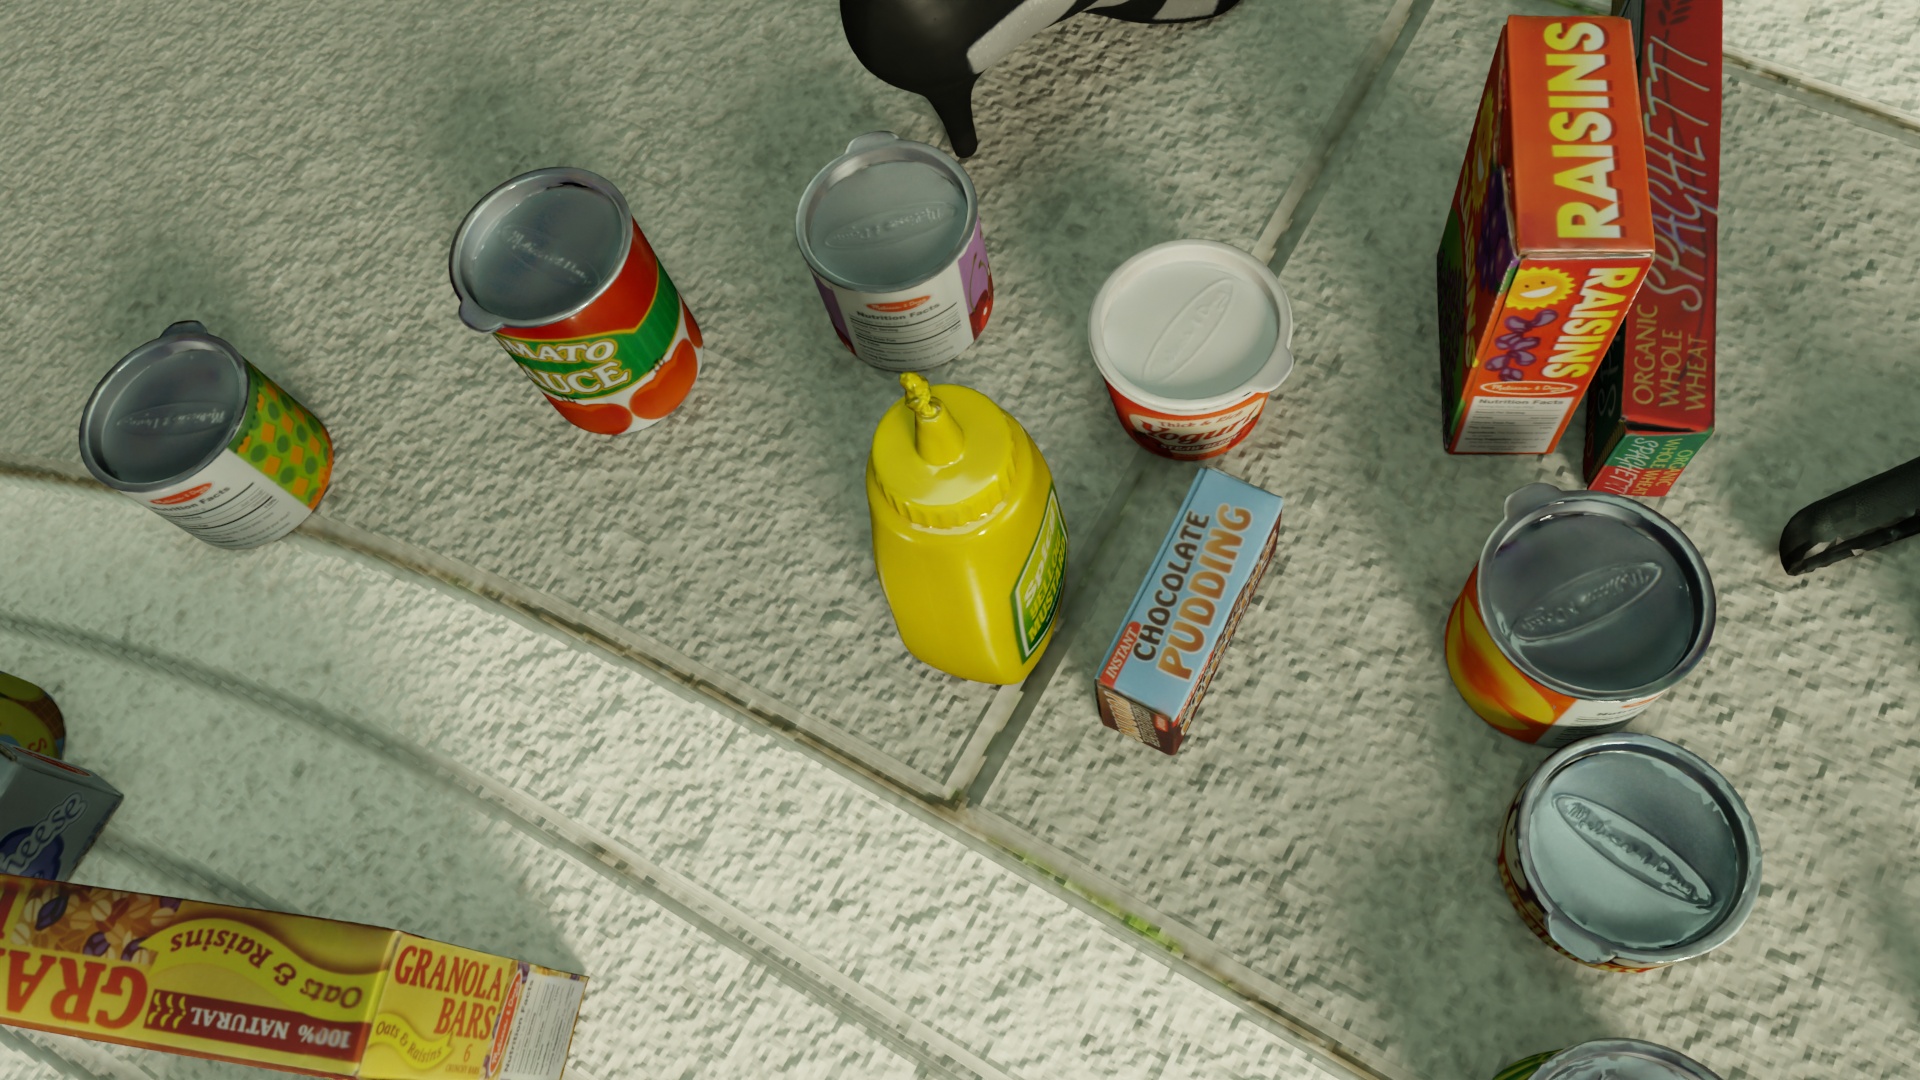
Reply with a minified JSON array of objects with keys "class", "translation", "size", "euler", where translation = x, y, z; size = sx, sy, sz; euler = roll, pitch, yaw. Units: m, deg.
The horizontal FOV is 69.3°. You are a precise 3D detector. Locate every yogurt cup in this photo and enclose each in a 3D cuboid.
[{"class":"yogurt cup","translation":[0.080,-0.063,0.488],"size":[0.072,0.053,0.072],"euler":[-3,66,8]}]

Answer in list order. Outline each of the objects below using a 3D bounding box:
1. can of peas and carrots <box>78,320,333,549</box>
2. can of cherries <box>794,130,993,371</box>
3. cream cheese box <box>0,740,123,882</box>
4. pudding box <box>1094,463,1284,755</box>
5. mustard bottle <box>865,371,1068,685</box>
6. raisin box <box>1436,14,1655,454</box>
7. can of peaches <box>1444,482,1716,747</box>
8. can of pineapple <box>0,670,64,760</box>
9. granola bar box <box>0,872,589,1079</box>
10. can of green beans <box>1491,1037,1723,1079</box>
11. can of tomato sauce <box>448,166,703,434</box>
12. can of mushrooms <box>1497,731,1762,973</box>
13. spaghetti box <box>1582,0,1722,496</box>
[{"class":"can of peas and carrots","translation":[-0.286,-0.039,0.531],"size":[0.071,0.058,0.071],"euler":[-3,66,8]},{"class":"can of cherries","translation":[-0.023,-0.108,0.521],"size":[0.071,0.058,0.072],"euler":[-3,66,8]},{"class":"cream cheese box","translation":[-0.341,0.122,0.473],"size":[0.024,0.053,0.104],"euler":[23,72,17]},{"class":"pudding box","translation":[0.075,0.023,0.453],"size":[0.030,0.049,0.084],"euler":[24,72,18]},{"class":"mustard bottle","translation":[0.001,-0.005,0.416],"size":[0.049,0.159,0.065],"euler":[14,70,15]},{"class":"raisin box","translation":[0.182,-0.092,0.446],"size":[0.040,0.123,0.086],"euler":[3,68,10]},{"class":"can of peaches","translation":[0.188,0.024,0.431],"size":[0.071,0.058,0.071],"euler":[-3,66,8]},{"class":"can of pineapple","translation":[-0.369,0.073,0.496],"size":[0.071,0.057,0.071],"euler":[-3,66,8]},{"class":"granola bar box","translation":[-0.214,0.131,0.410],"size":[0.165,0.123,0.039],"euler":[4,68,11]},{"class":"can of green beans","translation":[0.173,0.169,0.369],"size":[0.071,0.057,0.071],"euler":[-3,66,8]},{"class":"can of tomato sauce","translation":[-0.140,-0.085,0.515],"size":[0.071,0.083,0.071],"euler":[-3,66,8]},{"class":"can of mushrooms","translation":[0.195,0.095,0.412],"size":[0.071,0.033,0.071],"euler":[-3,66,8]},{"class":"spaghetti box","translation":[0.248,-0.136,0.495],"size":[0.029,0.050,0.251],"euler":[8,68,12]}]
